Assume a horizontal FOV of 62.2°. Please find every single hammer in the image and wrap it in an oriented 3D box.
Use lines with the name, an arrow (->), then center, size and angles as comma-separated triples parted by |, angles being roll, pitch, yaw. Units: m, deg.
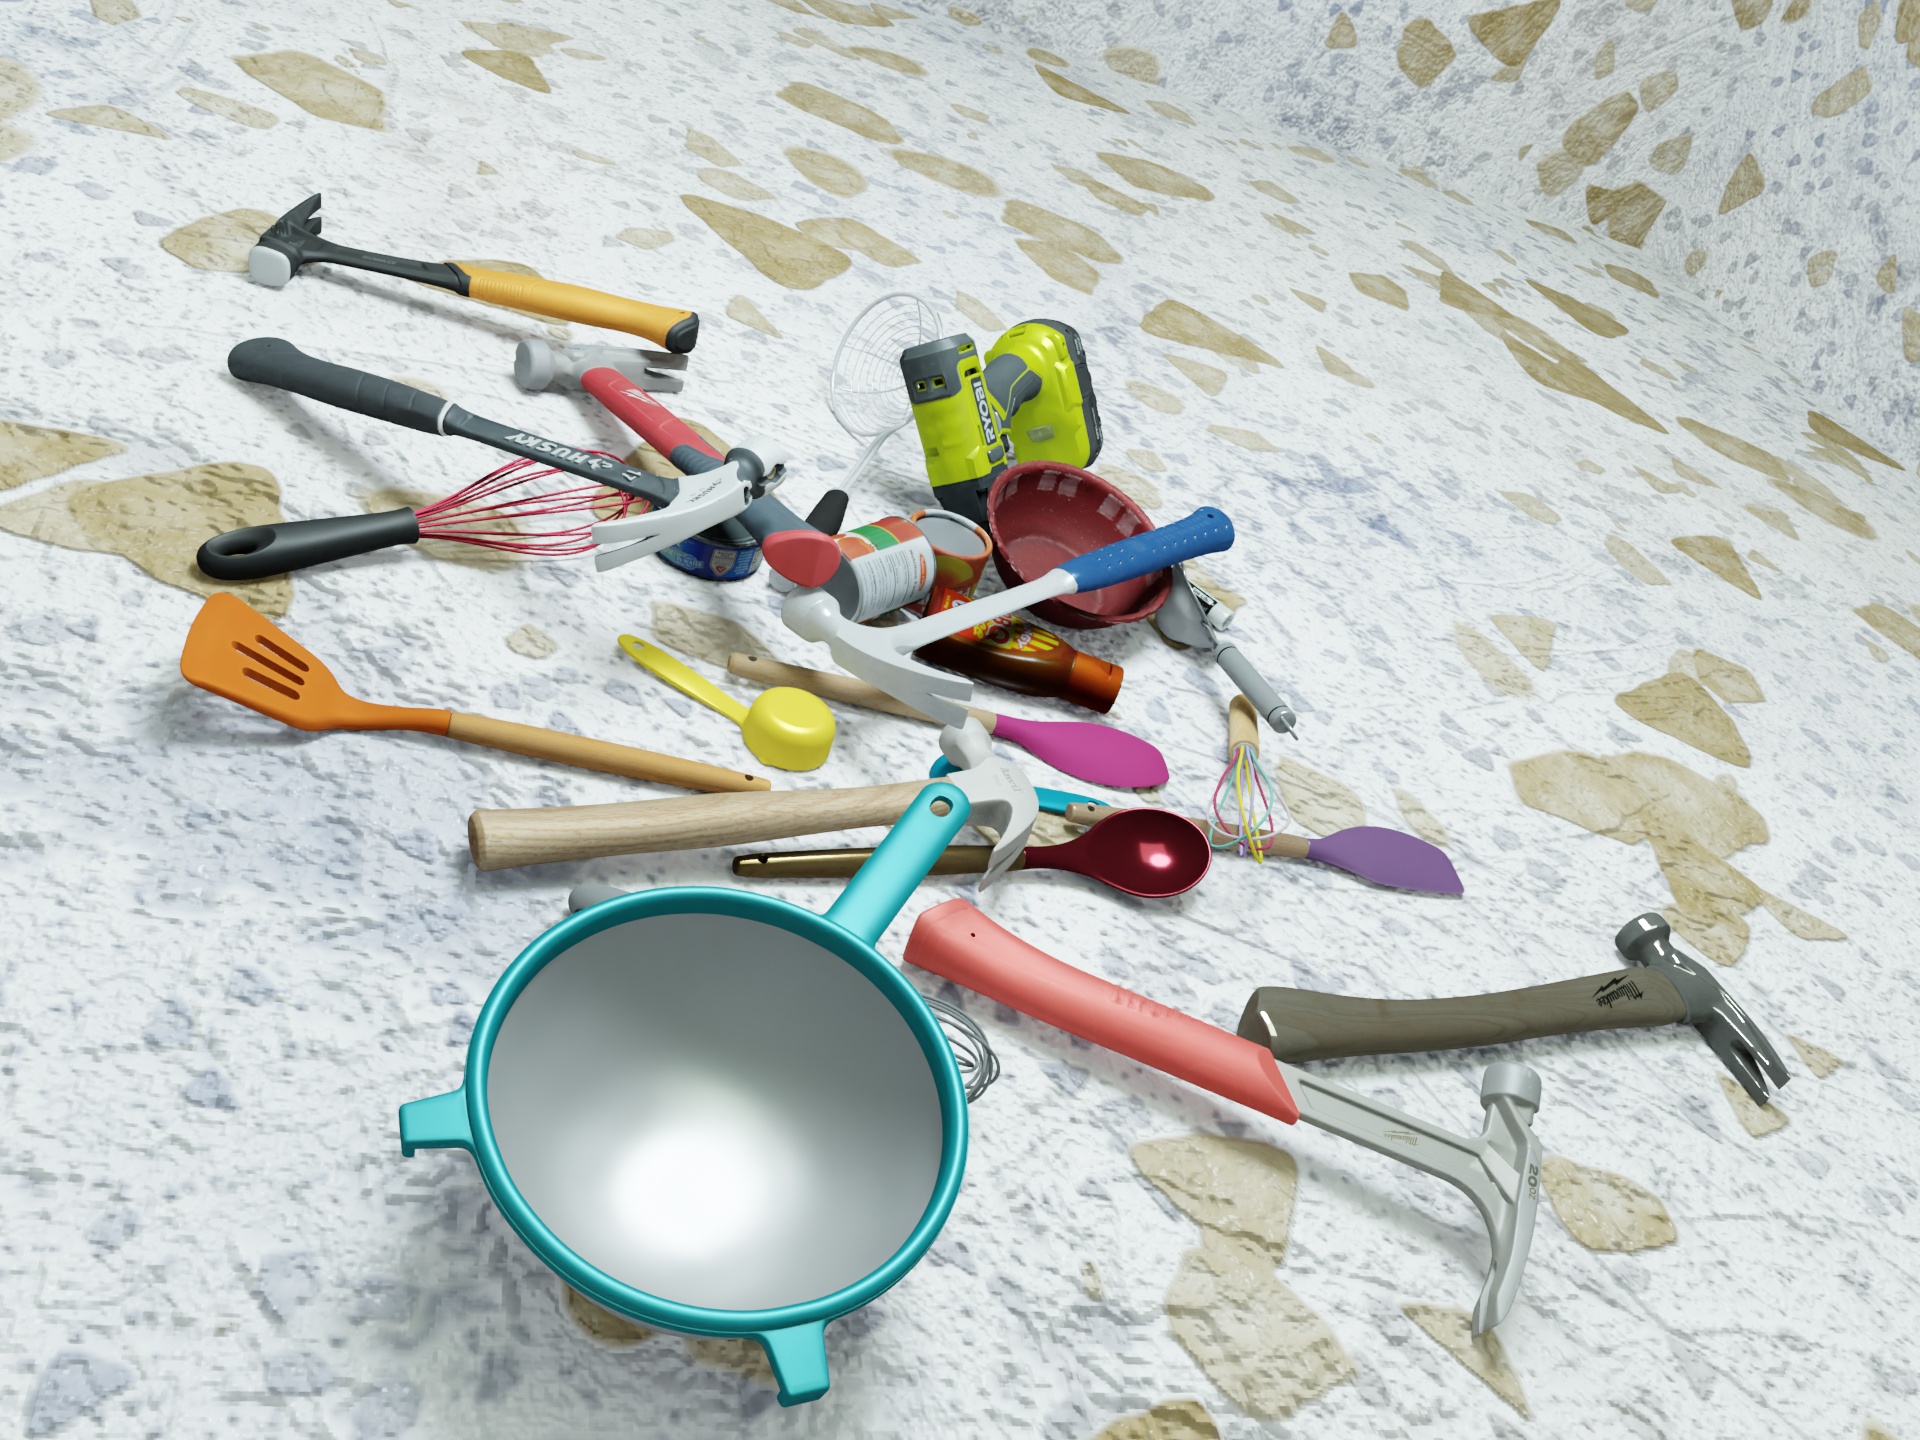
hammer -> -0.183, -0.194, 1.145 | 0.143, 0.038, 0.387 | -5, 32, -37
hammer -> -0.104, 0.055, 0.893 | 0.331, 0.031, 0.130 | -4, 37, -28
hammer -> 0.070, -0.092, 1.125 | 0.144, 0.035, 0.405 | 36, 38, 30
hammer -> 0.136, 0.192, 0.859 | 0.359, 0.036, 0.149 | 22, 54, 4
hammer -> -0.376, -0.350, 1.272 | 0.337, 0.034, 0.127 | 11, 36, -7
hammer -> -0.320, -0.186, 1.024 | 0.409, 0.036, 0.149 | 20, 39, 23
hammer -> 0.350, 0.194, 1.006 | 0.410, 0.038, 0.146 | 1, 41, -30

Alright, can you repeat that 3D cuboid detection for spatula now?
spatula -> -0.260, 0.001, 0.891 | 0.322, 0.041, 0.081 | 13, 34, -18
spatula -> 0.213, 0.082, 1.089 | 0.315, 0.018, 0.060 | 9, 41, -23

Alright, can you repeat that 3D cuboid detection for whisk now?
whisk -> 0.198, 0.035, 1.109 | 0.047, 0.051, 0.245 | 42, 22, -8
whisk -> -0.331, -0.127, 1.013 | 0.295, 0.073, 0.073 | -17, 51, -37
whisk -> -0.092, 0.136, 0.809 | 0.239, 0.055, 0.055 | 23, 33, 6

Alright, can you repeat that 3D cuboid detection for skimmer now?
skimmer -> -0.097, -0.226, 1.256 | 0.090, 0.127, 0.363 | 51, 35, -20

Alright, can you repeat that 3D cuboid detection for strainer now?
strainer -> 0.198, -0.054, 1.217 | 0.050, 0.086, 0.259 | -30, 35, 1
strainer -> -0.084, 0.148, 0.734 | 0.211, 0.095, 0.340 | 30, 39, 7

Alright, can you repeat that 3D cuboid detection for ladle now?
ladle -> 0.014, 0.084, 0.958 | 0.315, 0.031, 0.069 | 1, 48, -27

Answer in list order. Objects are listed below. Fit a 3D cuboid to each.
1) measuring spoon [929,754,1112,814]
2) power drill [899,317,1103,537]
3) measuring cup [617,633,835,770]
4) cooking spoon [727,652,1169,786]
measuring spoon -> 0.043, 0.041, 1.036 | 0.128, 0.021, 0.042 | 12, 36, -15
power drill -> 0.037, -0.244, 1.325 | 0.080, 0.171, 0.223 | -7, 17, 30
measuring cup -> -0.148, -0.022, 0.999 | 0.156, 0.029, 0.062 | 31, 34, 7
cooking spoon -> -0.002, -0.003, 1.074 | 0.318, 0.017, 0.069 | 13, 35, -17
